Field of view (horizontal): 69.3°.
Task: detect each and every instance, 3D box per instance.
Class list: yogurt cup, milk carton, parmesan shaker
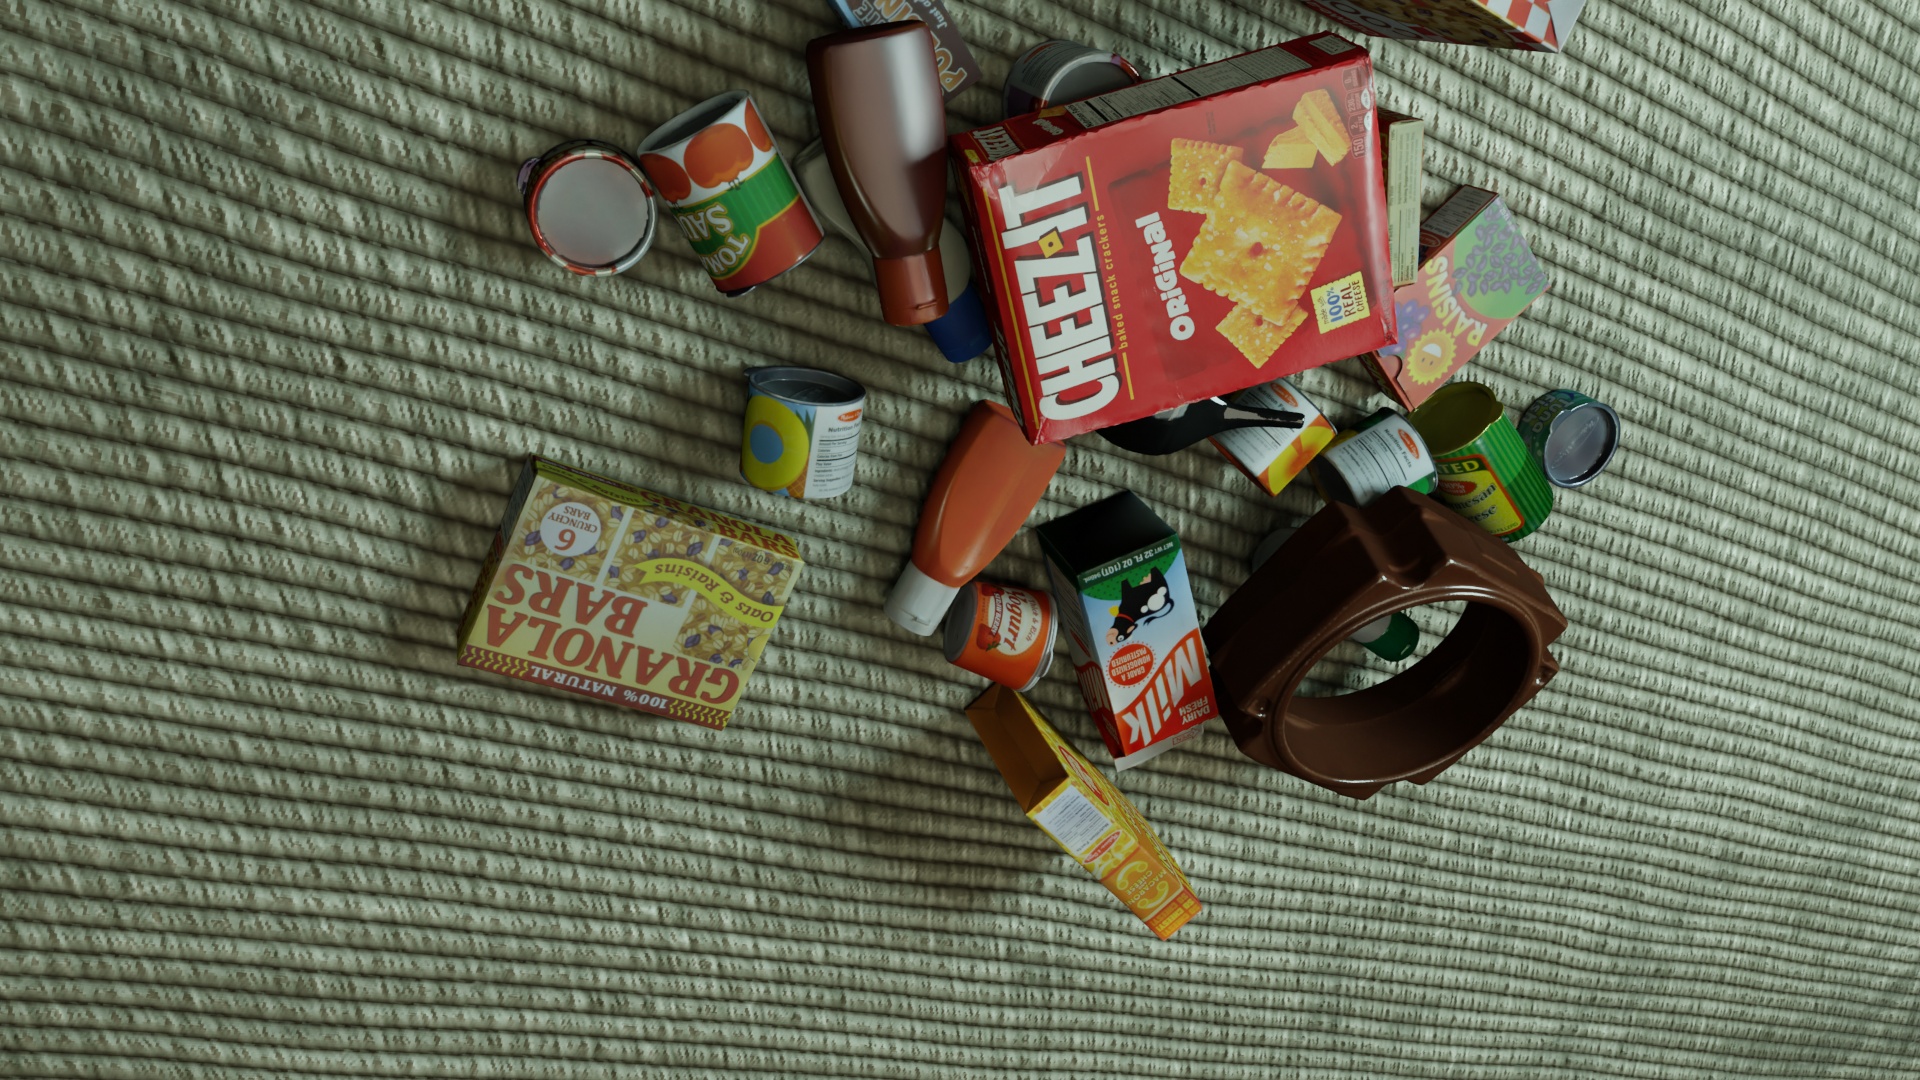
[{"bbox_3d":[0.023,0.058,0.891,0.054,0.072,0.072,16,108,-18],"label":"yogurt cup"},{"bbox_3d":[0.116,0.071,0.925,0.072,0.074,0.189,-22,120,-9],"label":"milk carton"},{"bbox_3d":[0.361,-0.052,0.959,0.071,0.071,0.103,-43,121,3],"label":"parmesan shaker"}]

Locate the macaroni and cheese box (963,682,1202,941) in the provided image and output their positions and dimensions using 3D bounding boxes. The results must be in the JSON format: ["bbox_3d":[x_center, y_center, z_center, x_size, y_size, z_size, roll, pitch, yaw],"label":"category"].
[{"bbox_3d":[0.083,0.180,0.935,0.040,0.124,0.166,-42,122,4],"label":"macaroni and cheese box"}]

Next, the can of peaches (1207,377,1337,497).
[{"bbox_3d":[0.198,-0.069,0.895,0.058,0.071,0.071,-46,121,5],"label":"can of peaches"}]

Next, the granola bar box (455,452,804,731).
[{"bbox_3d":[-0.192,0.034,0.812,0.165,0.039,0.124,19,106,-27],"label":"granola bar box"}]

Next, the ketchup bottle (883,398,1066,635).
[{"bbox_3d":[0.003,-0.011,0.861,0.065,0.044,0.148,24,104,-27],"label":"ketchup bottle"}]

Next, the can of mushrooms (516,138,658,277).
[{"bbox_3d":[-0.193,-0.172,0.717,0.071,0.033,0.070,-9,118,-17],"label":"can of mushrooms"}]

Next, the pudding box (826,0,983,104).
[{"bbox_3d":[-0.031,-0.269,0.734,0.049,0.030,0.083,-35,121,0],"label":"pudding box"}]

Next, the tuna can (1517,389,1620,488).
[{"bbox_3d":[0.435,-0.075,0.999,0.071,0.033,0.070,-8,117,-17],"label":"tuna can"}]

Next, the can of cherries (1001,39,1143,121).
[{"bbox_3d":[0.065,-0.237,0.768,0.071,0.058,0.071,-8,116,-17],"label":"can of cherries"}]

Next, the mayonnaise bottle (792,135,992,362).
[{"bbox_3d":[-0.030,-0.166,0.778,0.065,0.041,0.147,-38,122,-3],"label":"mayonnaise bottle"}]

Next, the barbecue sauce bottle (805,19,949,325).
[{"bbox_3d":[-0.035,-0.186,0.715,0.065,0.044,0.148,-19,117,-18],"label":"barbecue sauce bottle"}]

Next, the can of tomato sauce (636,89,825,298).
[{"bbox_3d":[-0.120,-0.180,0.721,0.071,0.071,0.082,-31,120,-4],"label":"can of tomato sauce"}]

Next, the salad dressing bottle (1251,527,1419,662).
[{"bbox_3d":[0.270,0.042,0.987,0.147,0.044,0.064,31,107,-31],"label":"salad dressing bottle"}]

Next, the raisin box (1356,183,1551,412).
[{"bbox_3d":[0.314,-0.158,0.911,0.123,0.040,0.086,-42,122,3],"label":"raisin box"}]

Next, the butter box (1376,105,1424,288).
[{"bbox_3d":[0.260,-0.212,0.857,0.024,0.053,0.103,-13,117,-11],"label":"butter box"}]

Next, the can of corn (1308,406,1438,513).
[{"bbox_3d":[0.276,-0.046,0.935,0.058,0.071,0.071,-29,121,-4],"label":"can of corn"}]

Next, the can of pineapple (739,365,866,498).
[{"bbox_3d":[-0.092,-0.063,0.790,0.071,0.071,0.057,2,114,-21],"label":"can of pineapple"}]

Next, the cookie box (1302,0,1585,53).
[{"bbox_3d":[0.225,-0.304,0.734,0.123,0.168,0.040,16,105,-26],"label":"cookie box"}]
